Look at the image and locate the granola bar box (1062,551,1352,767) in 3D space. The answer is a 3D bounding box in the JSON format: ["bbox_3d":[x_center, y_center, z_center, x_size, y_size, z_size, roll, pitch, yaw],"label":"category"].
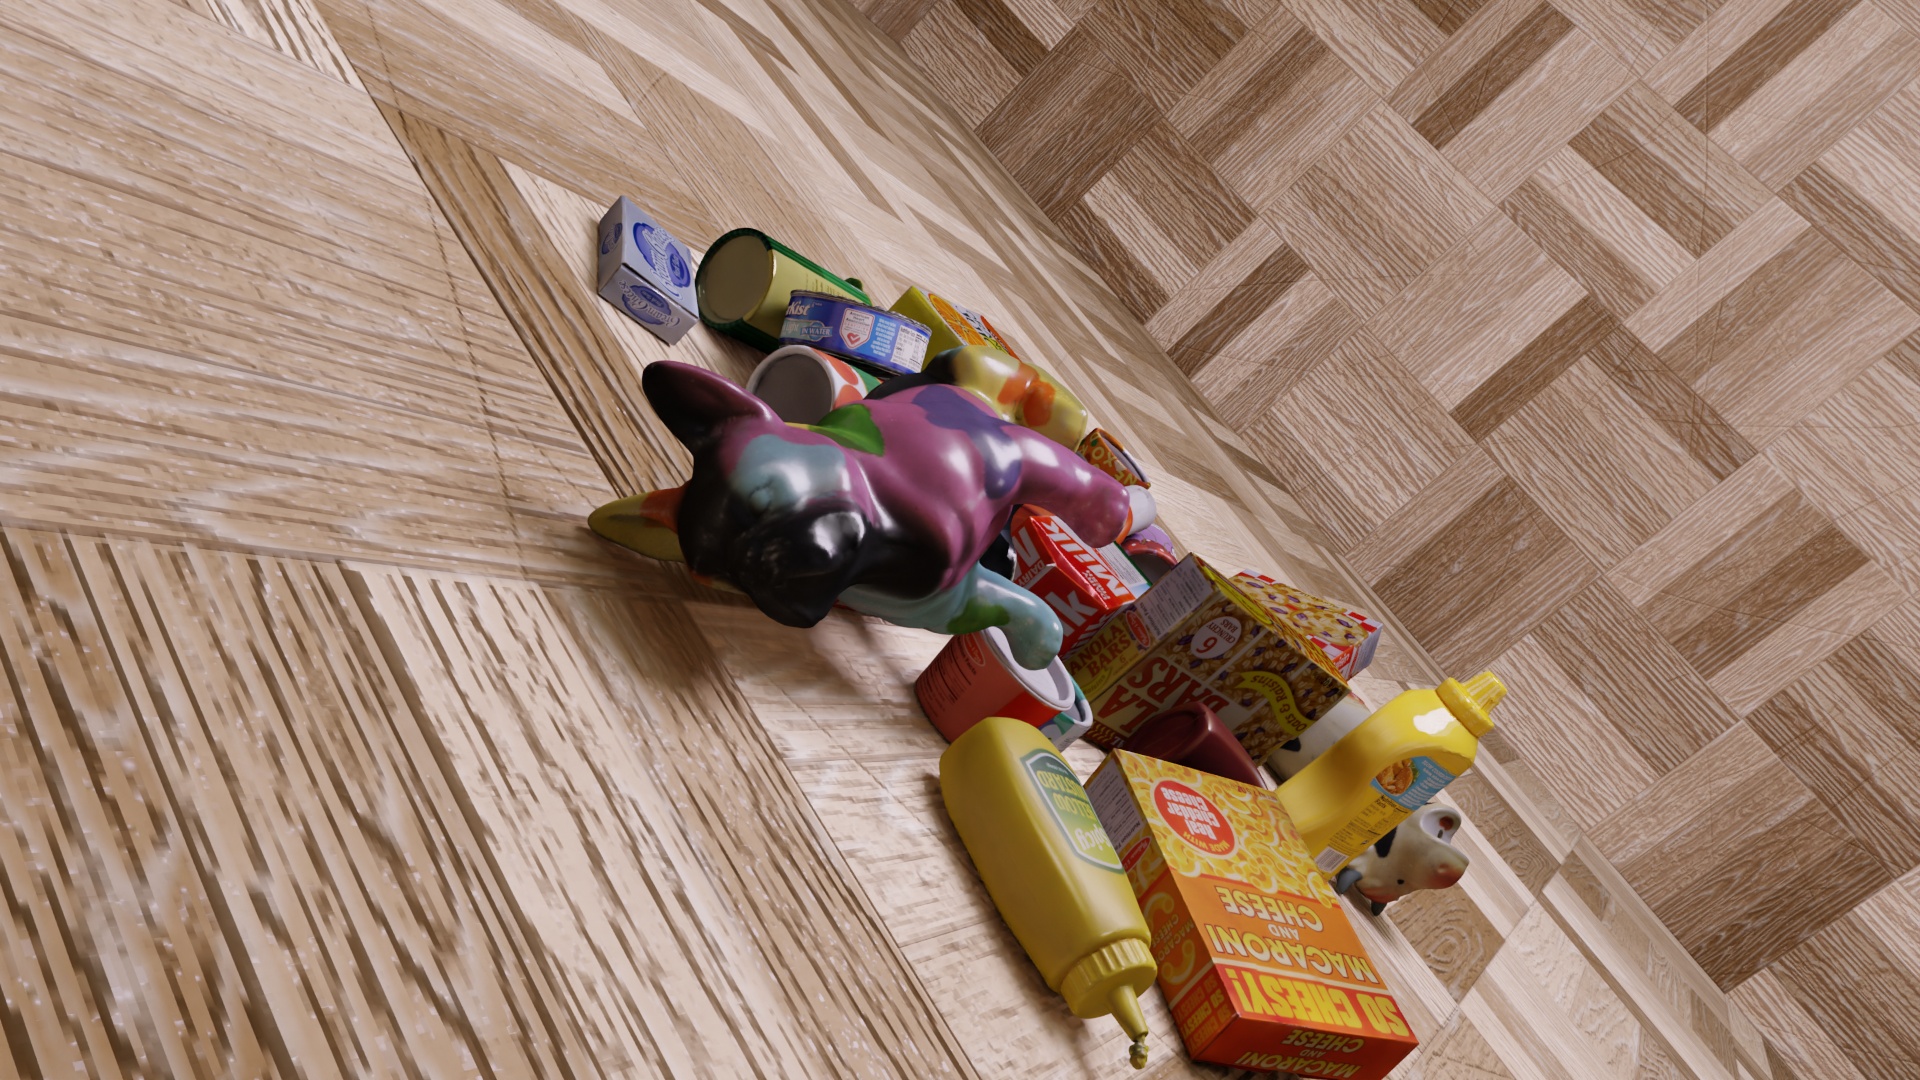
[{"bbox_3d":[0.149,0.091,0.856,0.165,0.124,0.039,33,21,-40],"label":"granola bar box"}]

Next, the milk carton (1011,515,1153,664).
[{"bbox_3d":[0.055,0.034,0.850,0.073,0.072,0.191,50,15,12],"label":"milk carton"}]

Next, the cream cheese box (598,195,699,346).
[{"bbox_3d":[-0.178,-0.155,0.791,0.053,0.024,0.104,36,19,-31],"label":"cream cheese box"}]

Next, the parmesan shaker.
[{"bbox_3d":[-0.109,-0.150,0.872,0.103,0.071,0.071,22,29,-55],"label":"parmesan shaker"}]

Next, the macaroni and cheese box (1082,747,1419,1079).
[{"bbox_3d":[0.142,0.190,0.710,0.124,0.040,0.167,19,29,-29],"label":"macaroni and cheese box"}]

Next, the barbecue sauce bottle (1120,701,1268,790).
[{"bbox_3d":[0.159,0.162,0.832,0.148,0.065,0.044,49,16,-27],"label":"barbecue sauce bottle"}]

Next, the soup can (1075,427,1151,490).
[{"bbox_3d":[0.100,-0.041,1.116,0.071,0.083,0.071,42,17,-16],"label":"soup can"}]

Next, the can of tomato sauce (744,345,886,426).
[{"bbox_3d":[-0.073,-0.069,0.778,0.071,0.071,0.083,55,18,26],"label":"can of tomato sauce"}]

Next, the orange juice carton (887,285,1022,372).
[{"bbox_3d":[-0.004,-0.137,1.100,0.072,0.073,0.193,51,16,14],"label":"orange juice carton"}]

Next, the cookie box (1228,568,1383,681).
[{"bbox_3d":[0.234,0.078,1.069,0.123,0.040,0.168,25,26,31],"label":"cookie box"}]

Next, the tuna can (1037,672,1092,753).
[{"bbox_3d":[0.037,0.084,0.755,0.071,0.032,0.071,43,17,-16],"label":"tuna can"}]

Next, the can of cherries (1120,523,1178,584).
[{"bbox_3d":[0.142,0.025,1.092,0.071,0.071,0.058,42,17,-15],"label":"can of cherries"}]

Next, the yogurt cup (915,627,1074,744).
[{"bbox_3d":[0.015,0.072,0.689,0.072,0.054,0.073,42,17,-16],"label":"yogurt cup"}]

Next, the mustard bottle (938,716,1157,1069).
[{"bbox_3d":[0.045,0.149,0.591,0.065,0.048,0.161,27,25,-47],"label":"mustard bottle"}]

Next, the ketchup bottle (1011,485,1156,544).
[{"bbox_3d":[0.092,-0.012,1.019,0.065,0.043,0.149,48,35,20],"label":"ketchup bottle"}]

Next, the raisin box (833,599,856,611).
[{"bbox_3d":[-0.044,-0.002,0.741,0.086,0.040,0.123,54,17,25],"label":"raisin box"}]
